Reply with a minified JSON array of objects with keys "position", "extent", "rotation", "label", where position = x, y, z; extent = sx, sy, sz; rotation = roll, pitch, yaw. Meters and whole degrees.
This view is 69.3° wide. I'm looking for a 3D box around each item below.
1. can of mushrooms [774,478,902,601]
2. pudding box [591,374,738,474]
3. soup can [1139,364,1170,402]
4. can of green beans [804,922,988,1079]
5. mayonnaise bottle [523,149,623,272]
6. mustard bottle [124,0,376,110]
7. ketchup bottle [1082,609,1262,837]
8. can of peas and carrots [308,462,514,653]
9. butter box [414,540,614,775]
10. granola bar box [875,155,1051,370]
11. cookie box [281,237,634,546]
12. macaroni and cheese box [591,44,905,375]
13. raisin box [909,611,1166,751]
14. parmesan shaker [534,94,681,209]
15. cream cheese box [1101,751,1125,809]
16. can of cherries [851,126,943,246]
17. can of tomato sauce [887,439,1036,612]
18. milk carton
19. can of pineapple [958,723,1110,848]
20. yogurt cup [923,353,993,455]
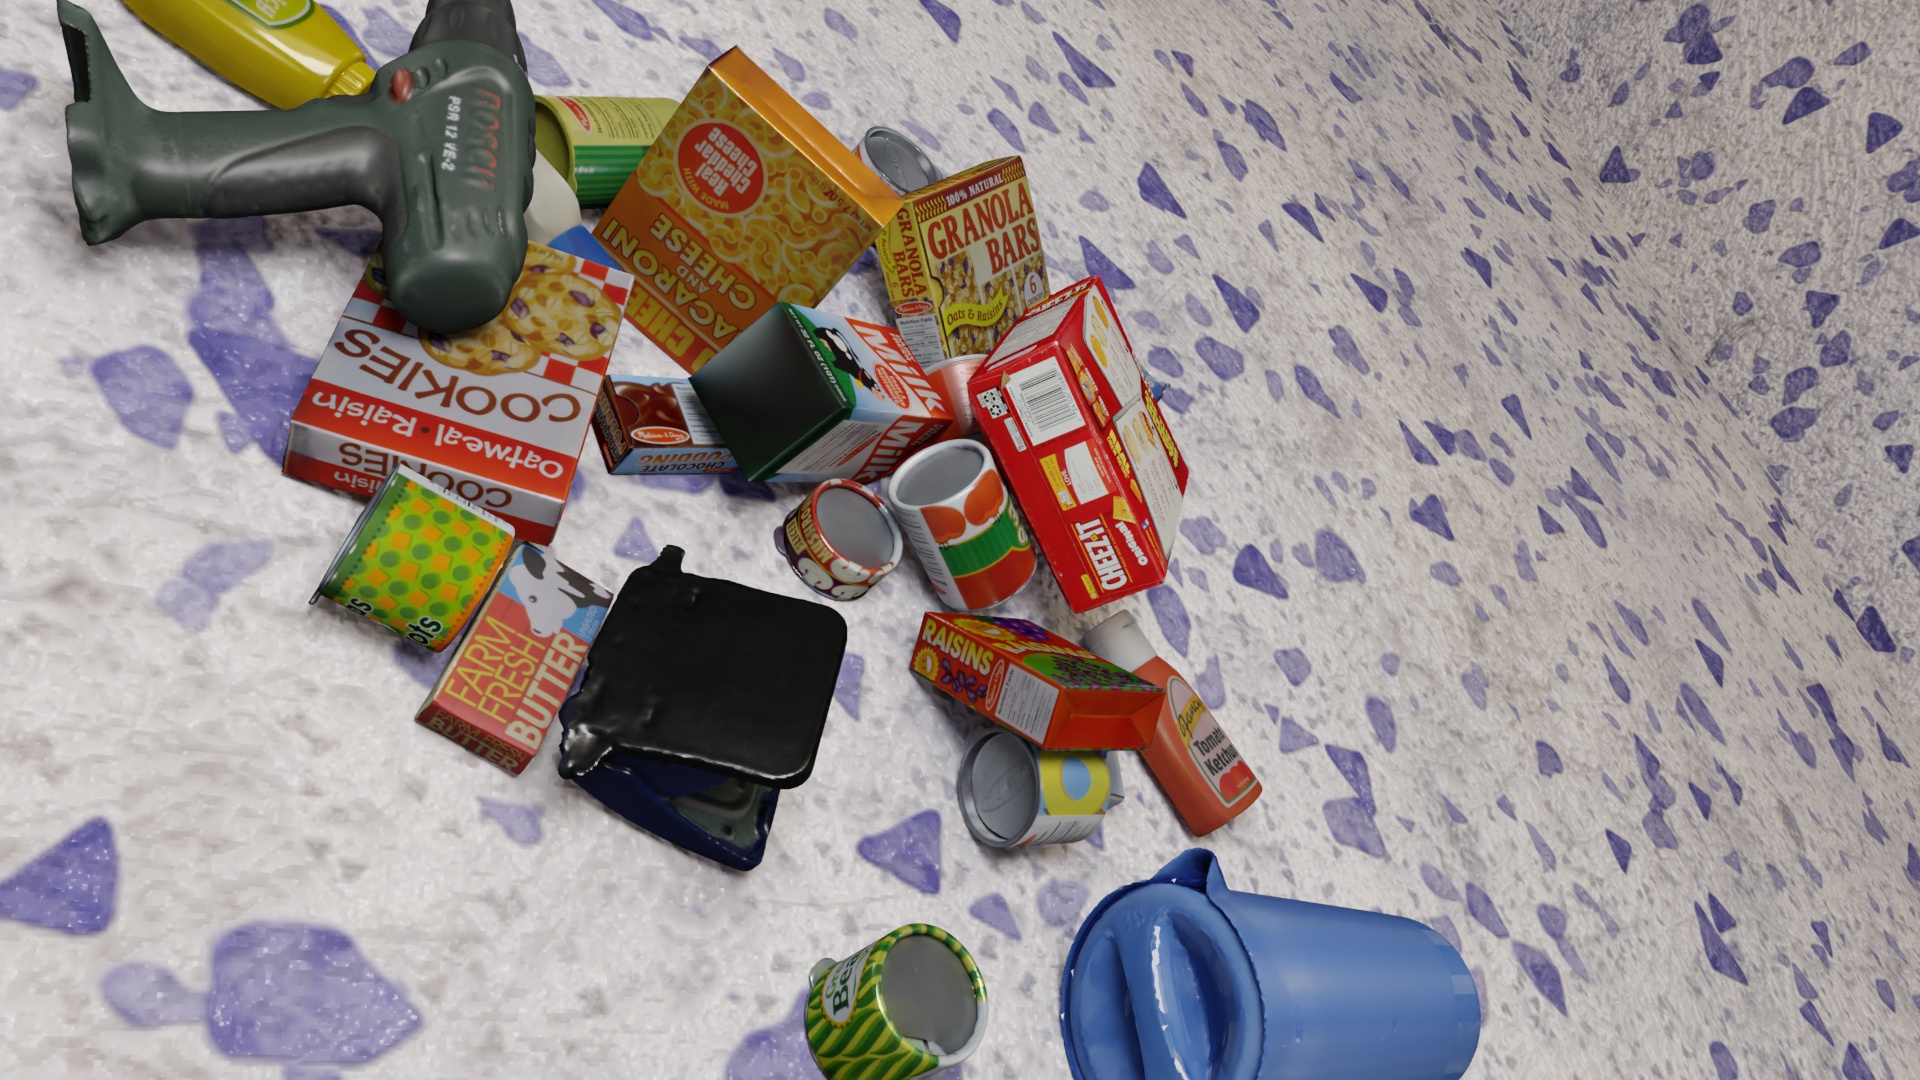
[{"position":[-0.070,-0.001,0.811],"extent":[0.071,0.033,0.071],"rotation":[26,45,-28],"label":"can of mushrooms"},{"position":[-0.162,-0.065,0.777],"extent":[0.084,0.030,0.050],"rotation":[-3,63,-45],"label":"pudding box"},{"position":[0.104,-0.122,1.050],"extent":[0.083,0.071,0.072],"rotation":[44,38,-7],"label":"soup can"},{"position":[-0.029,0.219,0.647],"extent":[0.071,0.057,0.071],"rotation":[26,44,-27],"label":"can of green beans"},{"position":[-0.248,-0.194,0.776],"extent":[0.148,0.064,0.041],"rotation":[50,50,-5],"label":"mayonnaise bottle"},{"position":[-0.359,-0.263,0.733],"extent":[0.160,0.048,0.066],"rotation":[37,43,-16],"label":"mustard bottle"},{"position":[0.134,0.116,0.905],"extent":[0.065,0.043,0.149],"rotation":[-21,74,-52],"label":"ketchup bottle"},{"position":[-0.240,0.010,0.611],"extent":[0.058,0.070,0.071],"rotation":[32,41,-22],"label":"can of peas and carrots"},{"position":[-0.204,0.053,0.643],"extent":[0.053,0.024,0.104],"rotation":[34,40,-19],"label":"butter box"},{"position":[0.006,-0.198,0.997],"extent":[0.166,0.039,0.123],"rotation":[-41,122,-52],"label":"granola bar box"},{"position":[-0.242,-0.085,0.689],"extent":[0.123,0.040,0.168],"rotation":[17,47,-16],"label":"cookie box"},{"position":[-0.130,-0.173,0.788],"extent":[0.123,0.165,0.040],"rotation":[42,38,-11],"label":"macaroni and cheese box"},{"position":[0.042,0.080,0.792],"extent":[0.086,0.040,0.123],"rotation":[6,13,-41],"label":"raisin box"},{"position":[-0.212,-0.231,0.836],"extent":[0.103,0.071,0.071],"rotation":[-21,75,-51],"label":"parmesan shaker"},{"position":[0.069,0.113,0.858],"extent":[0.053,0.024,0.104],"rotation":[21,46,-31],"label":"cream cheese box"},{"position":[-0.056,-0.257,1.017],"extent":[0.071,0.058,0.072],"rotation":[26,43,-27],"label":"can of cherries"},{"position":[0.003,-0.010,0.834],"extent":[0.071,0.071,0.082],"rotation":[-74,147,-47],"label":"can of tomato sauce"},{"position":[-0.069,-0.082,0.826],"extent":[0.072,0.073,0.191],"rotation":[58,20,11],"label":"milk carton"},{"position":[0.041,0.136,0.778],"extent":[0.058,0.070,0.071],"rotation":[9,54,-41],"label":"can of pineapple"},{"position":[0.003,-0.086,0.929],"extent":[0.072,0.072,0.054],"rotation":[0,67,-44],"label":"yogurt cup"}]
